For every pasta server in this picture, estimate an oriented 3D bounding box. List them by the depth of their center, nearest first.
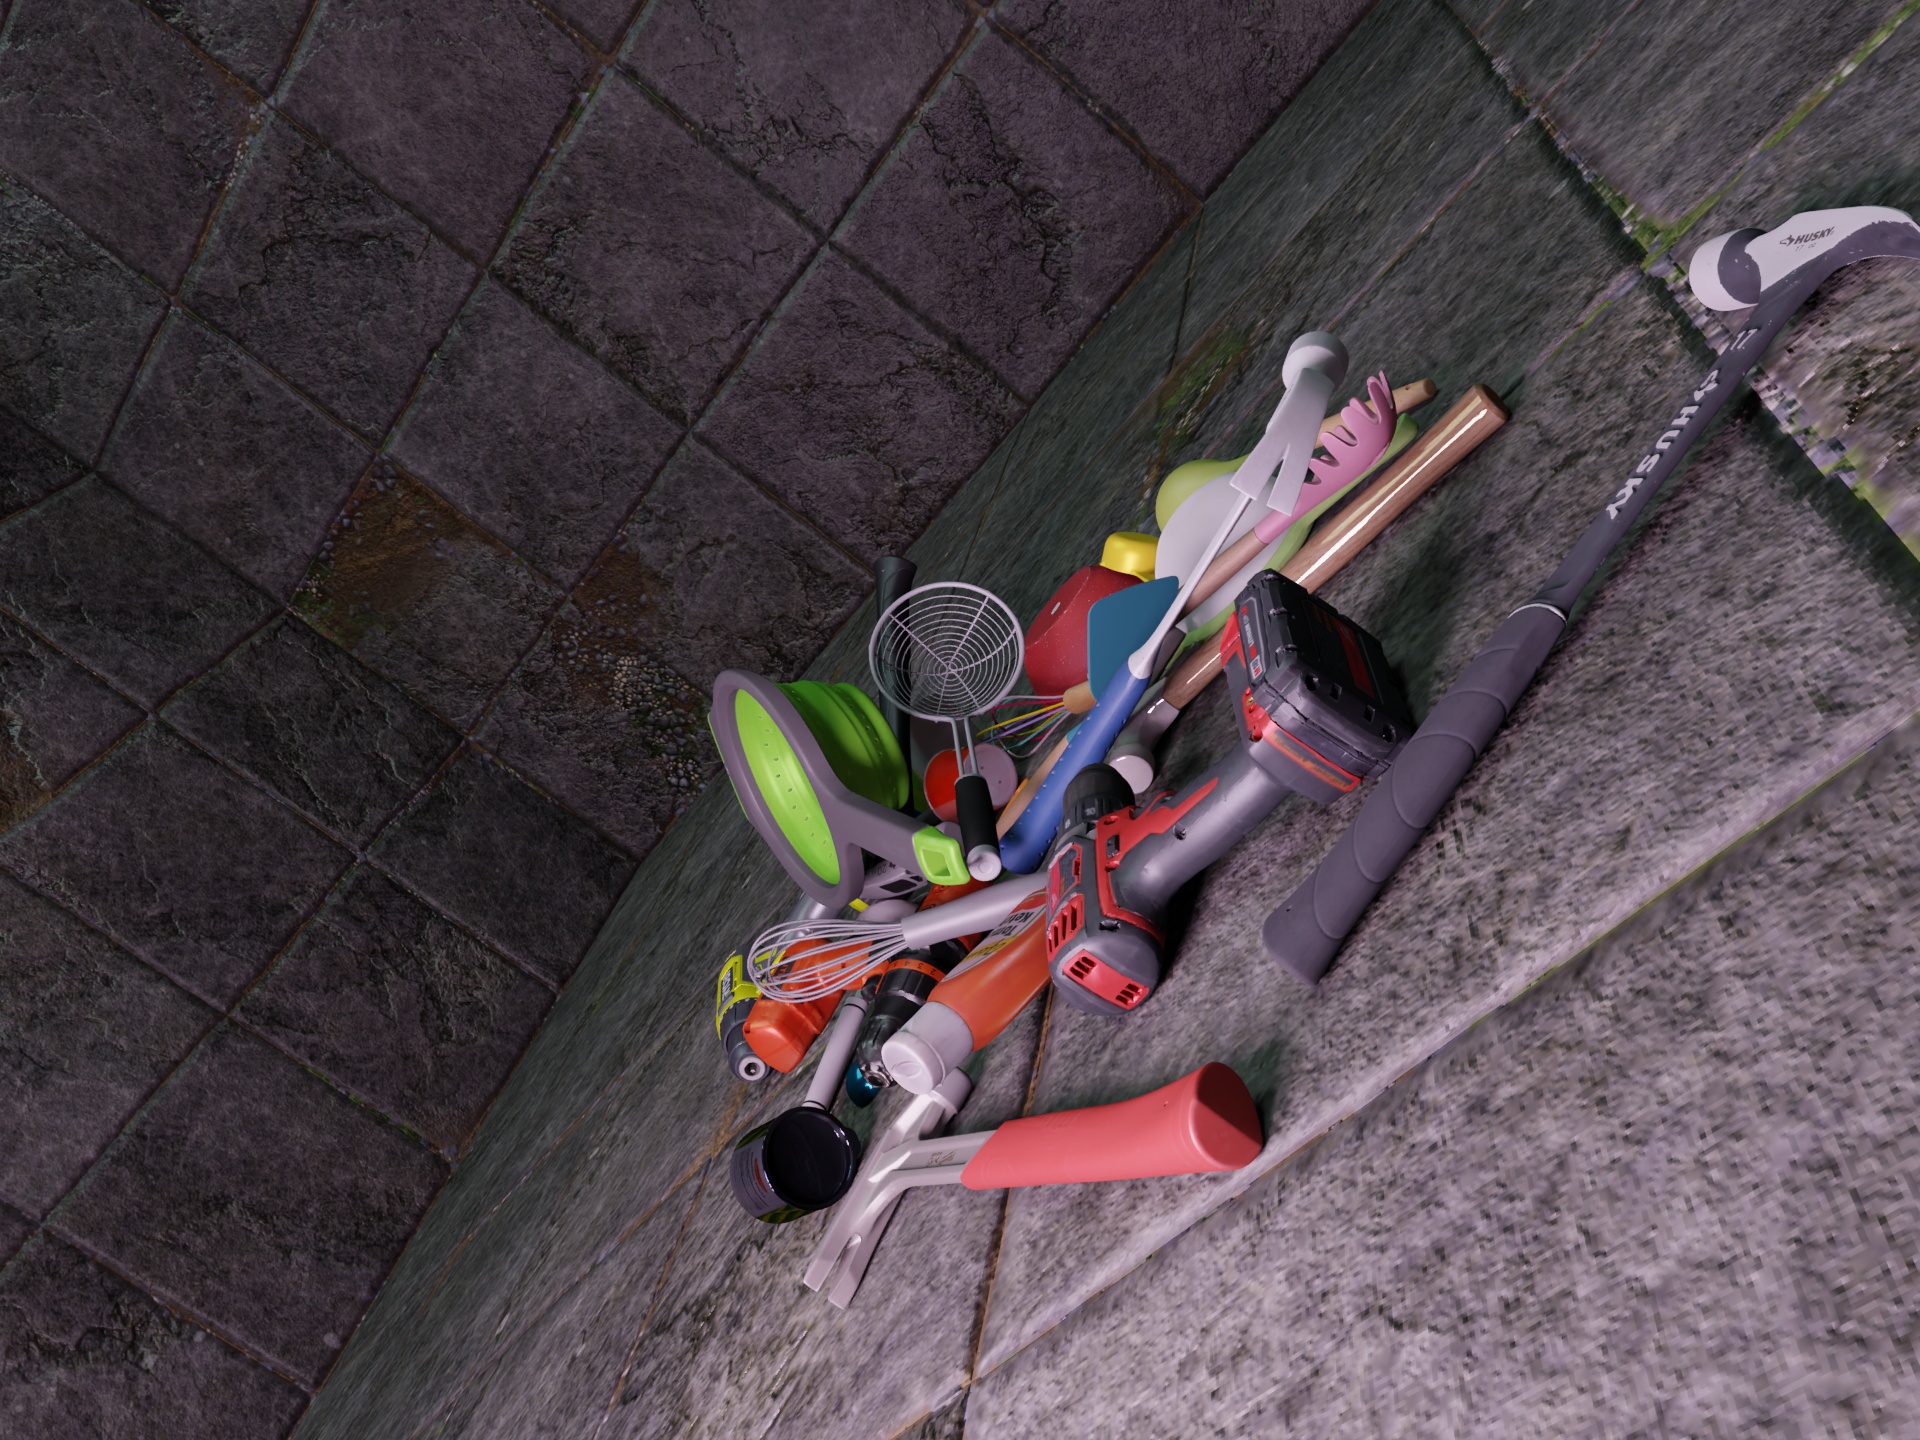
[{"bbox_3d":[0.176,-0.113,1.051,0.316,0.040,0.060,-43,3,44],"label":"pasta server"}]

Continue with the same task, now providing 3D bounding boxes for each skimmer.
[{"bbox_3d":[-0.002,-0.004,1.175,0.127,0.090,0.364,-9,23,0],"label":"skimmer"}]

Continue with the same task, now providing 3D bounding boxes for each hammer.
[{"bbox_3d":[0.263,-0.056,0.685,0.409,0.036,0.149,-53,12,-1],"label":"hammer"},{"bbox_3d":[0.027,0.219,0.779,0.149,0.036,0.359,-58,12,-28],"label":"hammer"},{"bbox_3d":[0.110,-0.038,0.953,0.405,0.035,0.144,-62,0,42],"label":"hammer"},{"bbox_3d":[0.212,-0.088,1.010,0.331,0.031,0.130,-45,13,31],"label":"hammer"},{"bbox_3d":[-0.059,-0.004,1.358,0.146,0.035,0.335,-32,47,36],"label":"hammer"}]

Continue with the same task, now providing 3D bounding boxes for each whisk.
[{"bbox_3d":[-0.033,0.136,1.044,0.239,0.055,0.055,-18,21,14],"label":"whisk"},{"bbox_3d":[0.084,-0.012,1.289,0.245,0.047,0.051,-25,41,59],"label":"whisk"}]

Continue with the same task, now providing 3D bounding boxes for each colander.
[{"bbox_3d":[-0.066,0.048,1.173,0.094,0.204,0.397,-27,20,-23],"label":"colander"}]

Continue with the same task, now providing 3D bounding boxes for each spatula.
[{"bbox_3d":[0.066,0.019,1.125,0.082,0.044,0.317,-20,-23,-36],"label":"spatula"}]

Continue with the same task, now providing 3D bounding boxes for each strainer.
[{"bbox_3d":[0.210,-0.151,1.114,0.256,0.069,0.152,-42,15,51],"label":"strainer"},{"bbox_3d":[-0.080,0.216,1.238,0.087,0.050,0.259,-29,27,39],"label":"strainer"}]

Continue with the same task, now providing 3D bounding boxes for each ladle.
[{"bbox_3d":[0.250,-0.196,1.206,0.078,0.062,0.320,-55,18,-22],"label":"ladle"}]

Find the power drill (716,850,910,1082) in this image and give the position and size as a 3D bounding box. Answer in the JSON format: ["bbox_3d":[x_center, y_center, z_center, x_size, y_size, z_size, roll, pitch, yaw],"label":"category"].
[{"bbox_3d":[-0.141,0.205,1.428,0.228,0.080,0.191,-53,16,9],"label":"power drill"}]

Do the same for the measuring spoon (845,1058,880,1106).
[{"bbox_3d":[-0.046,0.215,1.136,0.129,0.021,0.042,-58,12,-22],"label":"measuring spoon"}]

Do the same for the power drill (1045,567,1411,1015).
[{"bbox_3d":[0.124,0.030,0.850,0.226,0.080,0.188,-51,17,27],"label":"power drill"}]

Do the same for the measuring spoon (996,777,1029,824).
[{"bbox_3d":[0.024,0.090,1.271,0.117,0.011,0.021,-57,12,-25],"label":"measuring spoon"}]

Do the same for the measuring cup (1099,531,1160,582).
[{"bbox_3d":[0.160,-0.128,1.304,0.157,0.062,0.029,-125,41,-69],"label":"measuring cup"}]
